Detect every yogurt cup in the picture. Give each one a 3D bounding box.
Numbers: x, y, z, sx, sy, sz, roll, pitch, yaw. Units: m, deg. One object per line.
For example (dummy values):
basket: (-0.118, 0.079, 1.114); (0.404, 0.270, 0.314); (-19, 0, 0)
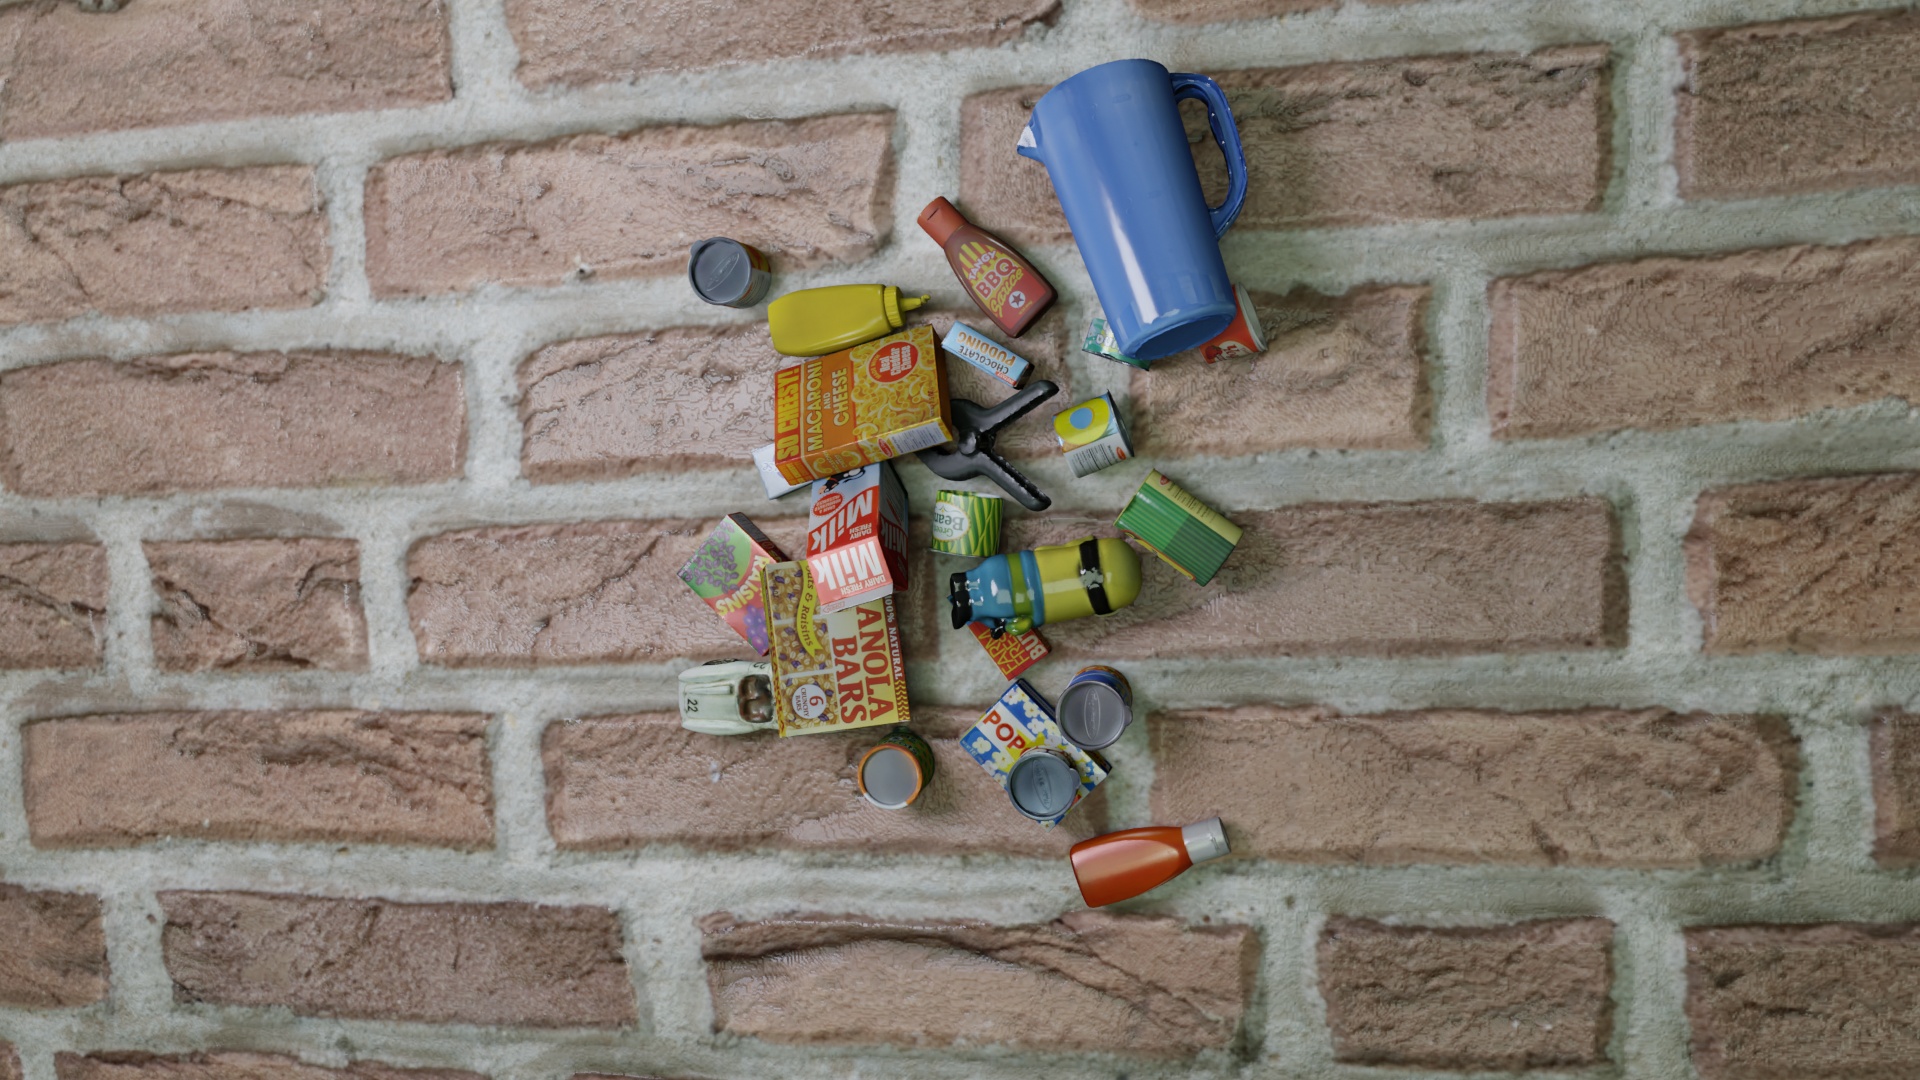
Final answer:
yogurt cup: (0.243, -0.197, 1.276); (0.054, 0.072, 0.072); (-20, 90, 21)

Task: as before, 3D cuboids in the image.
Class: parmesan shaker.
parmesan shaker: (0.203, -0.011, 1.294); (0.103, 0.071, 0.071); (36, 101, 7)

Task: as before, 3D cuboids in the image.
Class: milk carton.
milk carton: (-0.094, -0.003, 1.292); (0.072, 0.191, 0.073); (-19, 127, 11)

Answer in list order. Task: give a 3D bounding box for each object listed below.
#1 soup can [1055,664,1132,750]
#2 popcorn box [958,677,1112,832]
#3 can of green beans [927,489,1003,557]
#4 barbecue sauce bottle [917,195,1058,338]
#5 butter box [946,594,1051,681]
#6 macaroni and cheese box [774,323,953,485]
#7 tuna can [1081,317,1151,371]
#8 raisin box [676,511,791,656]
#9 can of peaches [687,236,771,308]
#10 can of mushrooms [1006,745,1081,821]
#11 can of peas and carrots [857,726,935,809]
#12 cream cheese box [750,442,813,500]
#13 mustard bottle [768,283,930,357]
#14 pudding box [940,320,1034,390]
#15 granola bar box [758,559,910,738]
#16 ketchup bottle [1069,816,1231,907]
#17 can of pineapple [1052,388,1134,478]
soup can: (0.130, 0.157, 1.315); (0.071, 0.084, 0.071); (1, 95, 11)
popcorn box: (0.073, 0.208, 1.354); (0.127, 0.038, 0.085); (45, 101, 5)
can of green beans: (0.007, -0.017, 1.335); (0.071, 0.071, 0.057); (7, 96, 11)
barbecue sauce bottle: (0.022, -0.264, 1.325); (0.064, 0.044, 0.148); (-45, 85, 13)
butter box: (0.038, 0.081, 1.358); (0.053, 0.024, 0.103); (-38, 86, 12)
macaroni and cheese box: (-0.094, -0.129, 1.328); (0.166, 0.040, 0.124); (-15, 52, 13)
tuna can: (0.148, -0.183, 1.292); (0.071, 0.071, 0.032); (19, 97, 9)
raisin box: (-0.211, 0.044, 1.399); (0.123, 0.040, 0.086); (43, 100, 7)
can of peaches: (-0.228, -0.265, 1.368); (0.071, 0.058, 0.071); (1, 95, 12)
can of mushrooms: (0.081, 0.229, 1.316); (0.071, 0.033, 0.071); (1, 94, 12)
can of peas and carrots: (-0.063, 0.224, 1.372); (0.071, 0.059, 0.071); (1, 95, 11)
cream cheese box: (-0.153, -0.083, 1.384); (0.104, 0.024, 0.053); (-22, 90, 12)
mustard bottle: (-0.105, -0.219, 1.351); (0.160, 0.049, 0.065); (-8, 90, 12)
pudding box: (0.026, -0.177, 1.328); (0.084, 0.050, 0.030); (31, 99, 8)
granola bar box: (-0.122, 0.101, 1.342); (0.124, 0.039, 0.165); (-5, 80, -18)
ketchup bottle: (0.184, 0.304, 1.336); (0.149, 0.043, 0.064); (-19, 91, 12)
can of pineapple: (0.125, -0.100, 1.307); (0.058, 0.071, 0.071); (-21, 90, 13)
